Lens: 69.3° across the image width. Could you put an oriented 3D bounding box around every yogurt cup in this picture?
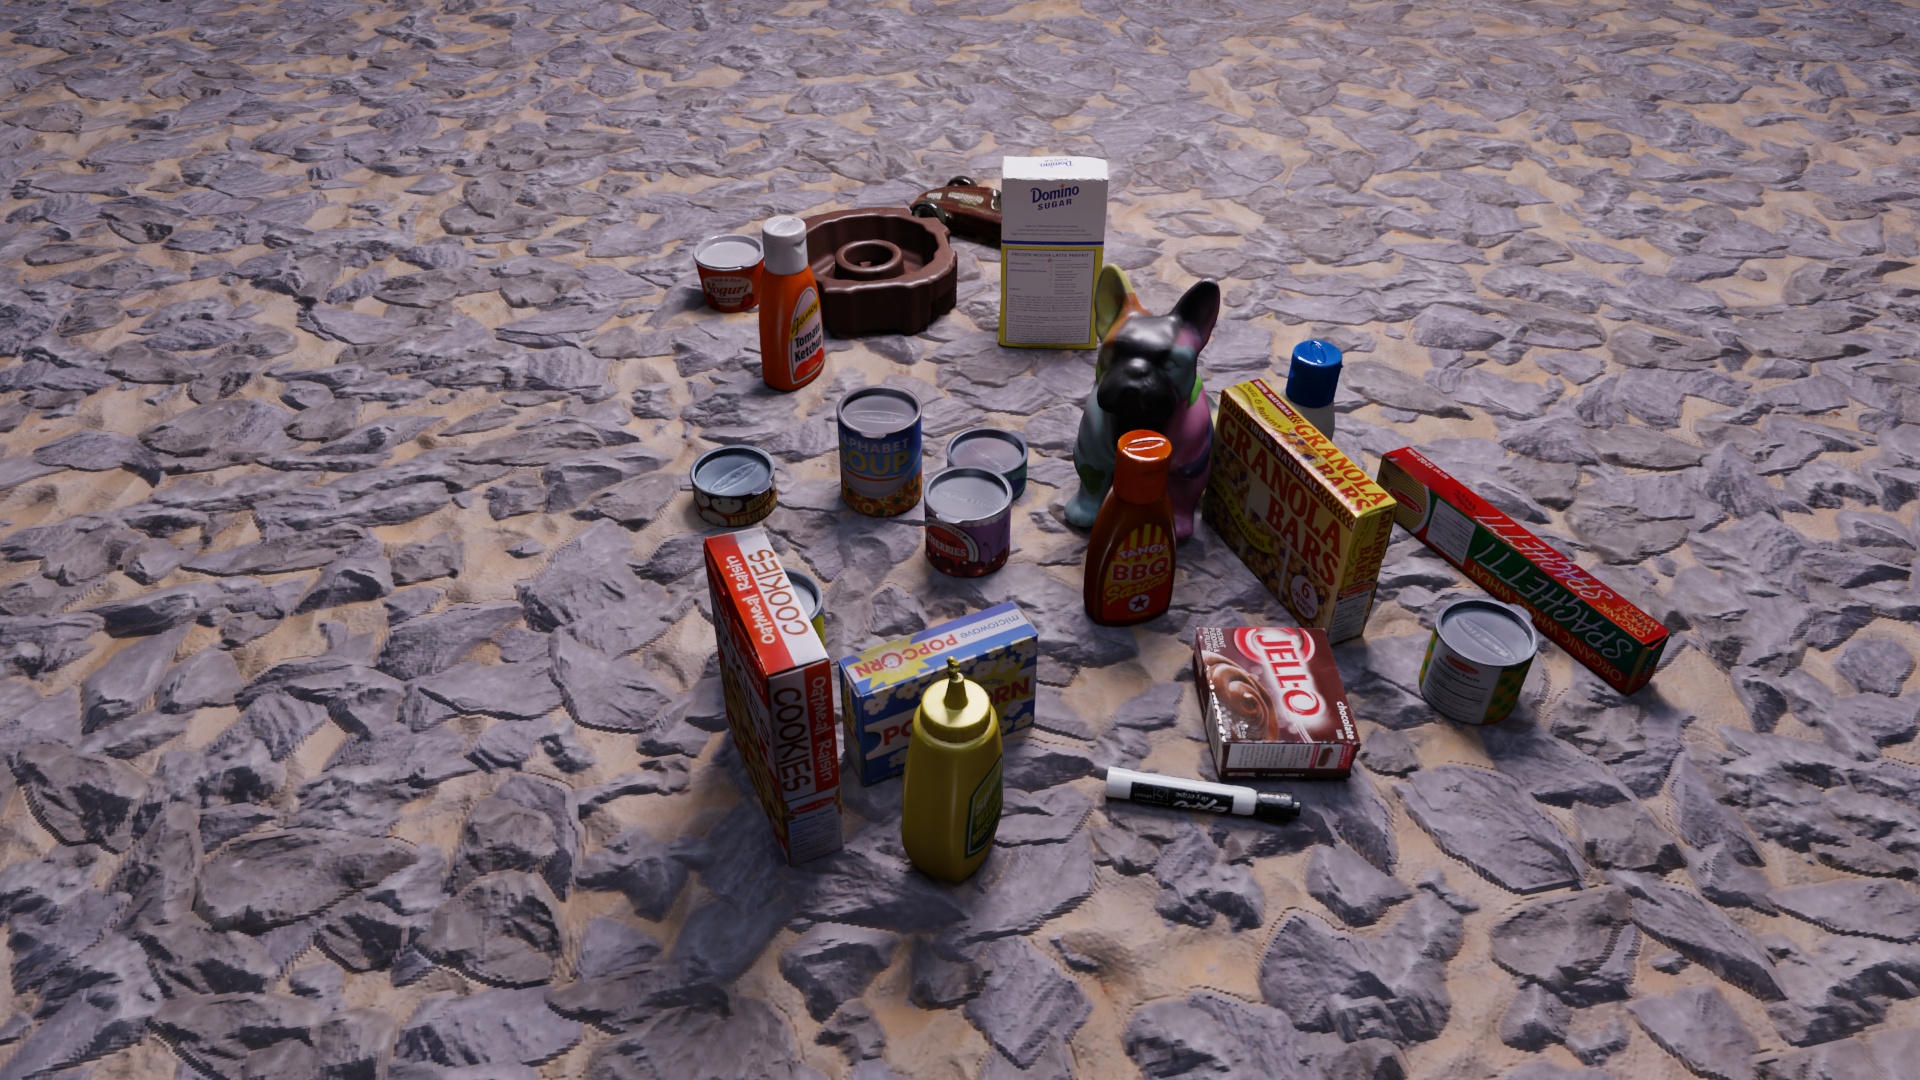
[{"bbox_3d":[-0.219,-0.255,1.330,0.072,0.053,0.073,0,40,0],"label":"yogurt cup"}]

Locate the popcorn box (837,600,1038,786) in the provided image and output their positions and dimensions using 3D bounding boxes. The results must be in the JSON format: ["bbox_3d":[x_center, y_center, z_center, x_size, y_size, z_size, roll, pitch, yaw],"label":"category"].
[{"bbox_3d":[-0.013,0.098,0.892,0.127,0.084,0.038,-18,43,-20],"label":"popcorn box"}]

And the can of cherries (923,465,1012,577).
[{"bbox_3d":[0.004,-0.013,1.044,0.071,0.058,0.072,0,40,0],"label":"can of cherries"}]

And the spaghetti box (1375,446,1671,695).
[{"bbox_3d":[0.404,0.016,1.022,0.029,0.049,0.251,-21,45,-24],"label":"spaghetti box"}]

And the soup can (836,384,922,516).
[{"bbox_3d":[-0.063,-0.068,1.089,0.071,0.083,0.072,0,40,0],"label":"soup can"}]

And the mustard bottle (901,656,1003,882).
[{"bbox_3d":[-0.004,0.128,0.799,0.049,0.159,0.066,19,44,21],"label":"mustard bottle"}]

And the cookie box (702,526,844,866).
[{"bbox_3d":[-0.112,0.094,0.832,0.040,0.166,0.123,-16,43,-19],"label":"cookie box"}]

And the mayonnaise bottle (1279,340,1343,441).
[{"bbox_3d":[0.260,-0.082,1.060,0.041,0.147,0.065,-2,40,-3],"label":"mayonnaise bottle"}]

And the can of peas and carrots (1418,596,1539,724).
[{"bbox_3d":[0.351,0.080,0.939,0.071,0.058,0.071,0,40,0],"label":"can of peas and carrots"}]

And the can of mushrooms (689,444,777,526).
[{"bbox_3d":[-0.177,-0.042,1.095,0.071,0.033,0.071,0,40,0],"label":"can of mushrooms"}]

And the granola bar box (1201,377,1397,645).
[{"bbox_3d":[0.241,-0.022,1.008,0.039,0.123,0.166,-16,43,-18],"label":"granola bar box"}]

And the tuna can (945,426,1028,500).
[{"bbox_3d":[0.023,-0.061,1.121,0.071,0.032,0.071,0,40,0],"label":"tuna can"}]

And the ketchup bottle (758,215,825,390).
[{"bbox_3d":[-0.149,-0.206,1.200,0.043,0.148,0.065,22,44,23],"label":"ketchup bottle"}]

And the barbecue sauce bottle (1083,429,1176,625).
[{"bbox_3d":[0.122,-0.008,0.971,0.065,0.147,0.044,-9,41,-12],"label":"barbecue sauce bottle"}]

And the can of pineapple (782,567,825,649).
[{"bbox_3d":[-0.128,0.062,0.954,0.071,0.057,0.071,0,40,0],"label":"can of pineapple"}]
